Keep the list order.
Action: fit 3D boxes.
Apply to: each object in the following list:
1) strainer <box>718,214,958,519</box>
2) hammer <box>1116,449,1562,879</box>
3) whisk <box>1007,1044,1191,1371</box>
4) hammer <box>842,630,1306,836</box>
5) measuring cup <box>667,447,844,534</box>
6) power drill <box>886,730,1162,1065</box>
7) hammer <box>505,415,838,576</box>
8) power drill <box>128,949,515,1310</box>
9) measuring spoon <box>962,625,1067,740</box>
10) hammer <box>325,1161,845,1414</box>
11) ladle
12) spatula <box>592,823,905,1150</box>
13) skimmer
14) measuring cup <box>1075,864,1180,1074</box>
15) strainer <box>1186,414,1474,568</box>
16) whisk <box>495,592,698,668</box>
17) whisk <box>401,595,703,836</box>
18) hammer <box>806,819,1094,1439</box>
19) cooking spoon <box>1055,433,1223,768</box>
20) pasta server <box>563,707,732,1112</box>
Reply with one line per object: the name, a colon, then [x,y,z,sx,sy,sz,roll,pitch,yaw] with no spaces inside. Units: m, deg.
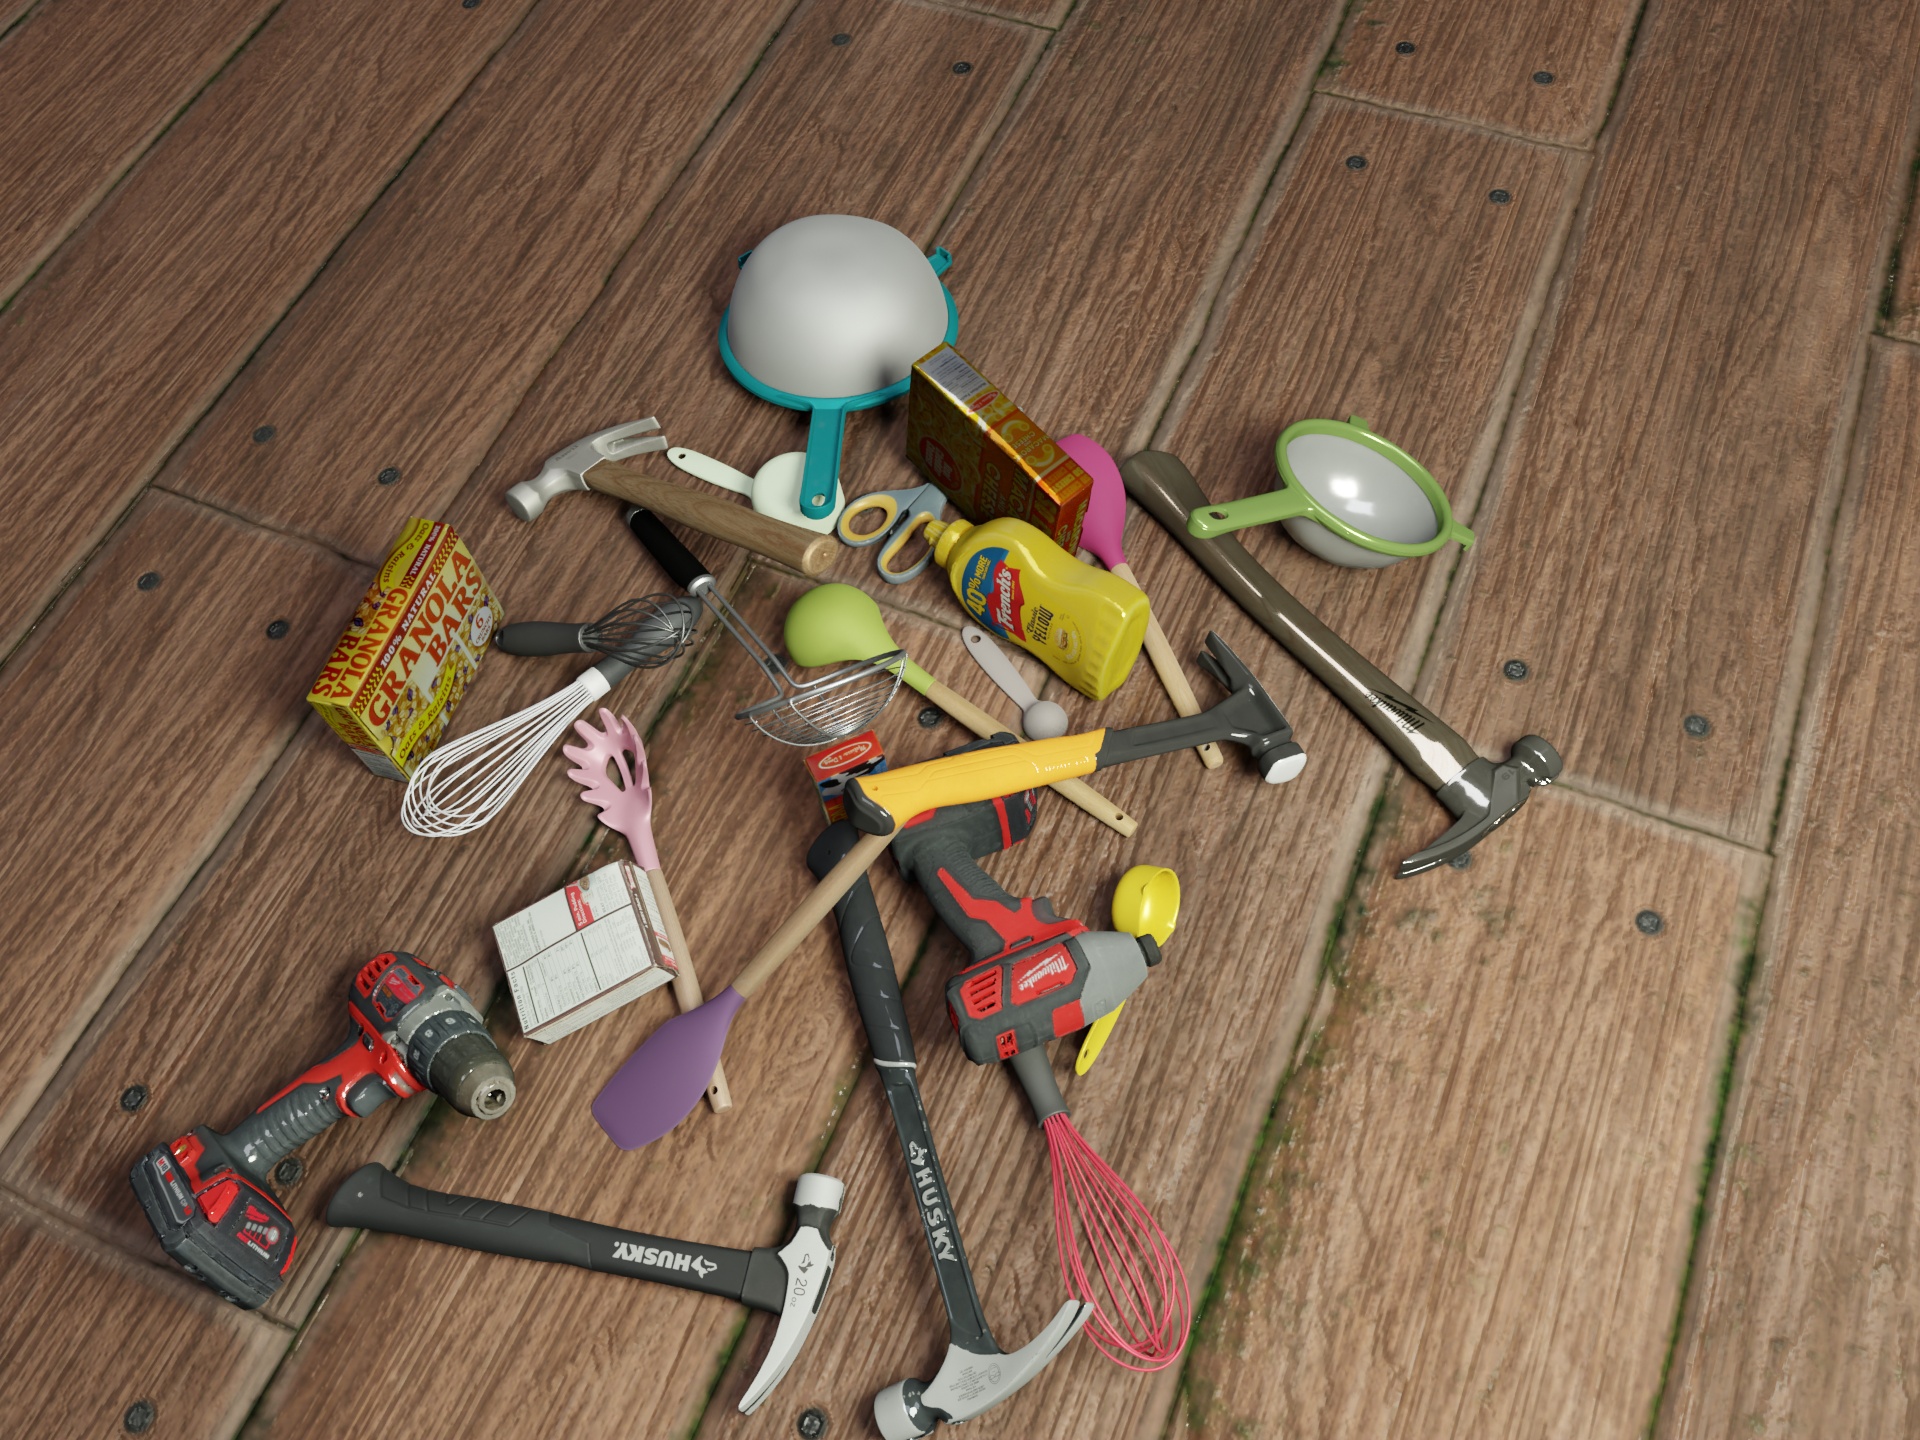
strainer: [-0.111,-0.318,1.323,0.211,0.095,0.341,0,52,3]
hammer: [0.254,-0.062,1.214,0.146,0.038,0.411,-35,64,-13]
whisk: [0.069,0.276,1.031,0.073,0.073,0.296,-20,55,-7]
hammer: [0.073,0.018,1.098,0.336,0.034,0.127,-12,53,-26]
measuring cup: [-0.175,-0.204,1.321,0.168,0.038,0.083,24,65,14]
power drill: [0.035,0.118,1.079,0.143,0.078,0.220,-21,49,-7]
hammer: [-0.217,-0.171,1.251,0.331,0.031,0.130,23,56,38]
power drill: [-0.400,0.263,1.027,0.227,0.080,0.188,-44,39,-20]
measuring spoon: [0.038,-0.033,1.223,0.034,0.018,0.124,-33,63,-13]
hammer: [-0.250,0.343,1.027,0.335,0.035,0.146,8,61,9]
ladle: [-0.002,-0.004,1.204,0.320,0.062,0.078,35,66,14]
spatula: [-0.132,0.166,1.078,0.060,0.018,0.316,42,90,23]
skimmer: [-0.168,-0.094,1.187,0.127,0.090,0.364,-24,46,-24]
measuring cup: [0.105,0.168,1.088,0.029,0.062,0.156,13,64,36]
strainer: [0.258,-0.150,1.208,0.256,0.069,0.152,-16,58,-34]
whisk: [-0.280,-0.065,1.197,0.239,0.055,0.055,1,56,41]
whisk: [-0.306,-0.008,1.217,0.070,0.070,0.284,39,66,22]
hammer: [-0.035,0.241,1.047,0.149,0.036,0.409,-31,55,18]
cooking spoon: [0.134,-0.099,1.246,0.069,0.017,0.319,-29,63,12]
pasta server: [-0.218,0.132,1.141,0.060,0.040,0.316,-27,63,8]
